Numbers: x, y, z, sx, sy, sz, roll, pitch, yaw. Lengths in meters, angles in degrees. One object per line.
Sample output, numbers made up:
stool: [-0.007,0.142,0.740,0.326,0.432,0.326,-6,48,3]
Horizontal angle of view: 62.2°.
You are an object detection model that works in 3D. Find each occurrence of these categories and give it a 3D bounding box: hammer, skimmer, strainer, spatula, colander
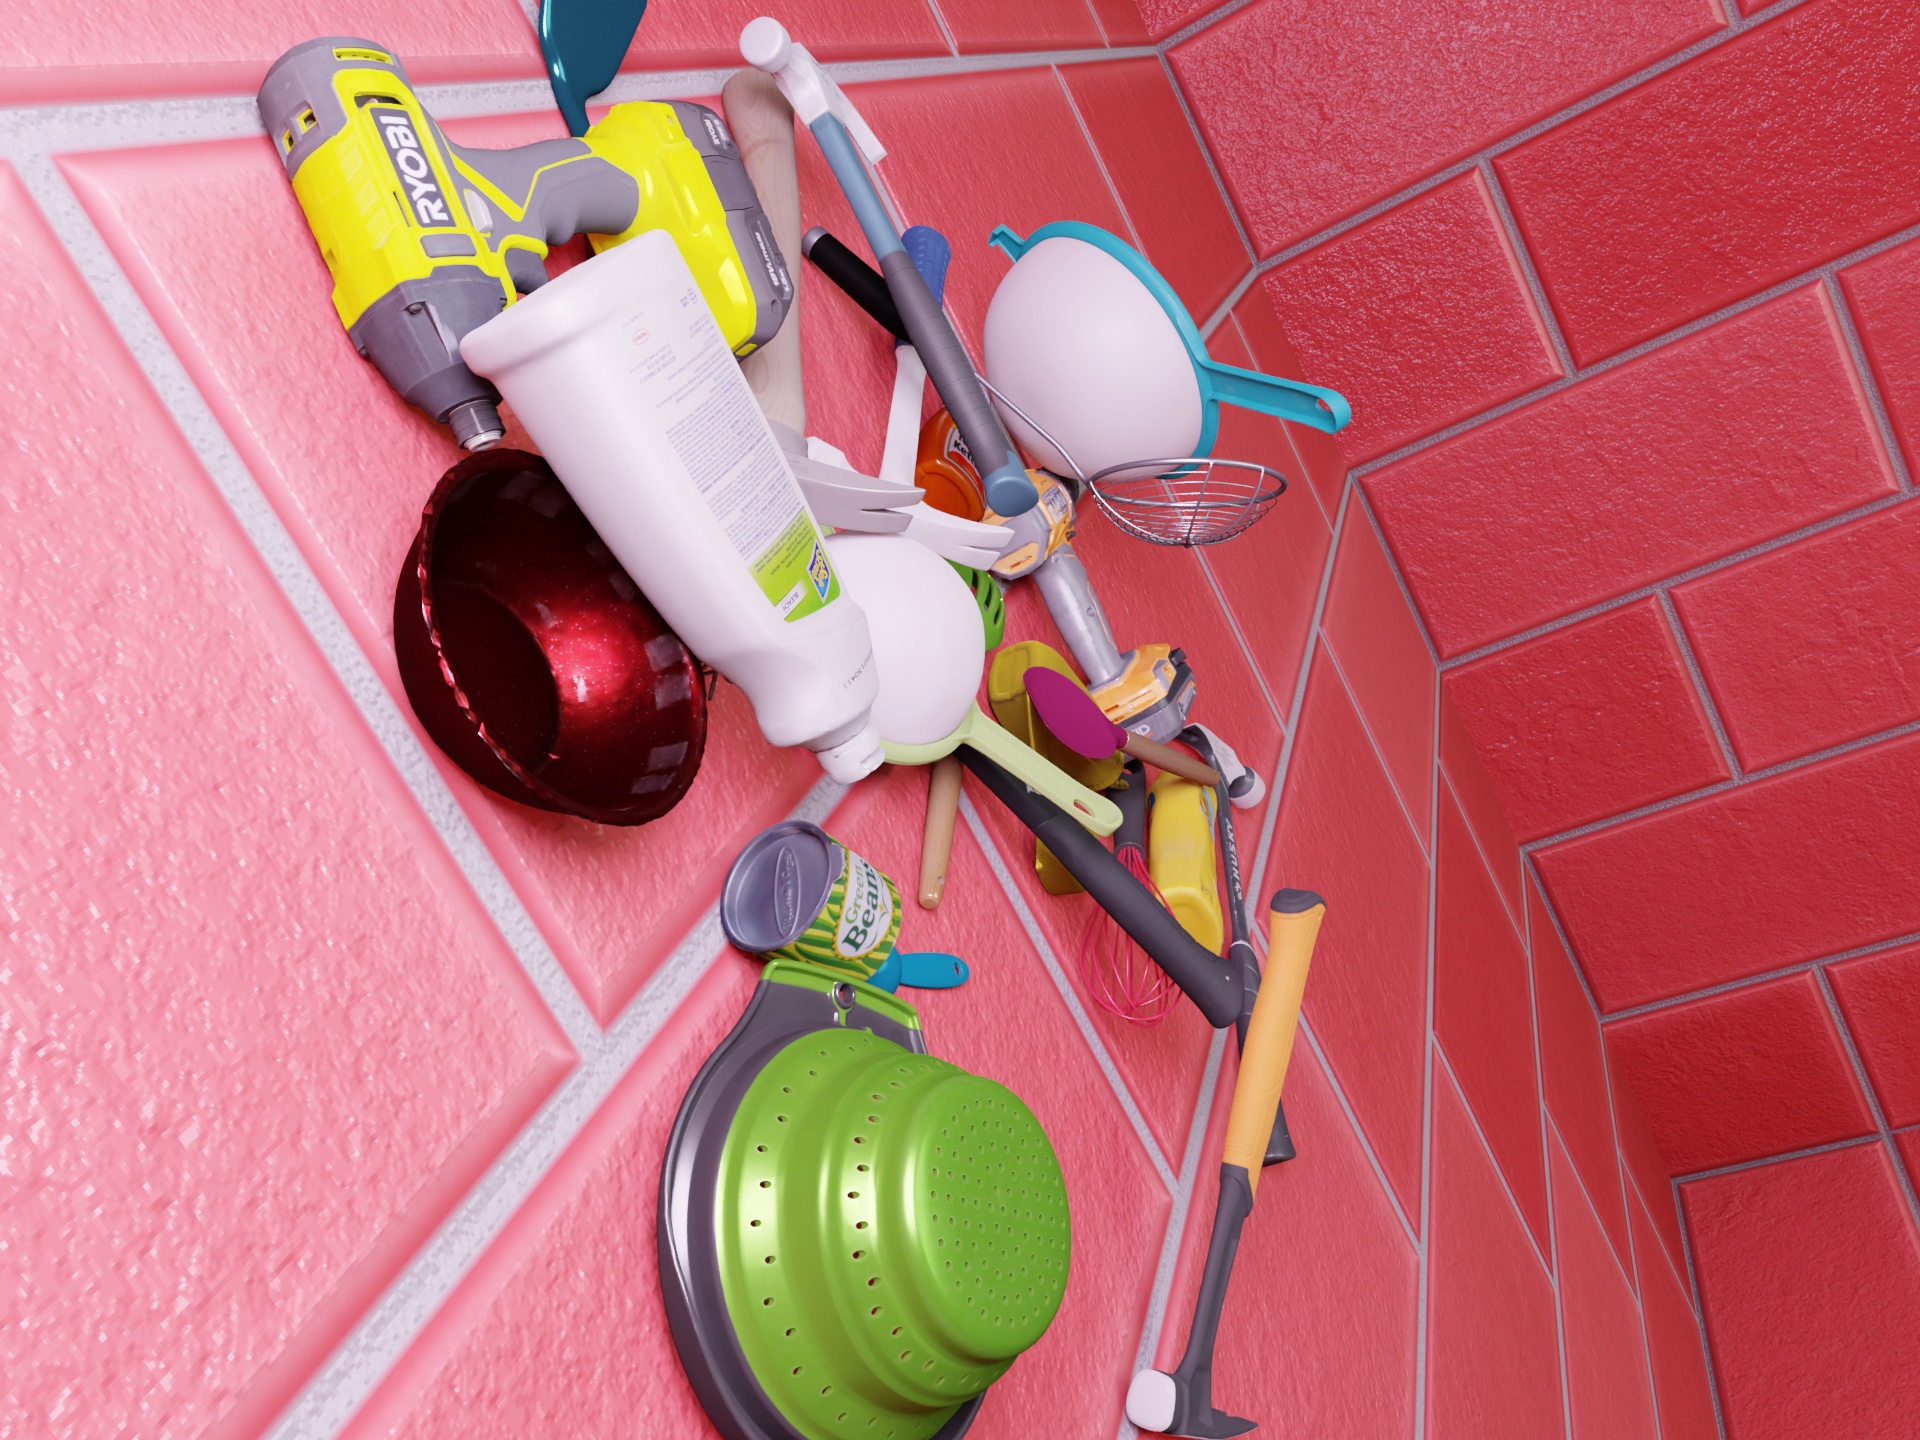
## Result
hammer: [-0.029,-0.245,1.111,0.144,0.035,0.406,25,36,-17]
skimmer: [0.050,-0.236,1.061,0.363,0.090,0.127,41,2,10]
hammer: [0.180,0.269,0.989,0.127,0.034,0.337,37,64,-50]
strainer: [0.118,-0.227,1.115,0.341,0.095,0.210,30,-30,49]
hammer: [-0.036,-0.277,0.999,0.331,0.033,0.128,64,16,8]
hammer: [-0.105,-0.272,0.959,0.146,0.038,0.411,13,47,-20]
strainer: [0.004,-0.024,0.892,0.256,0.069,0.152,36,38,-12]
spatula: [-0.188,-0.284,0.852,0.082,0.044,0.318,26,48,-61]
hammer: [0.236,0.179,1.341,0.149,0.036,0.409,43,35,-41]
colander: [-0.018,0.282,0.623,0.204,0.094,0.397,29,50,-44]
hammer: [0.060,0.072,0.978,0.334,0.035,0.146,46,35,-14]

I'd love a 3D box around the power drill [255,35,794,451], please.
power drill: [-0.186,-0.213,0.729,0.223,0.080,0.171,-24,91,-52]

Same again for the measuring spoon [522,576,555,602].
measuring spoon: [-0.172,-0.080,0.754,0.034,0.018,0.124,62,32,-13]

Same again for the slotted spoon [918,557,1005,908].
slotted spoon: [-0.002,-0.003,1.019,0.070,0.031,0.314,46,34,-30]

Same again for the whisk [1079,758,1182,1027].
whisk: [0.120,0.108,1.137,0.073,0.073,0.296,55,22,-26]

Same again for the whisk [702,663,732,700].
whisk: [-0.113,-0.090,0.844,0.055,0.055,0.239,54,23,-28]

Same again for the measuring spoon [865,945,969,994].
measuring spoon: [-0.021,0.133,0.866,0.128,0.021,0.042,16,56,-59]

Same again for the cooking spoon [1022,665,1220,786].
cooking spoon: [0.120,0.017,1.107,0.318,0.017,0.069,20,40,-59]

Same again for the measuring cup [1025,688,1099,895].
measuring cup: [0.068,0.042,1.067,0.062,0.029,0.156,-31,115,-60]

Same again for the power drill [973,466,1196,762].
power drill: [0.097,-0.095,1.240,0.226,0.084,0.185,58,24,-10]
